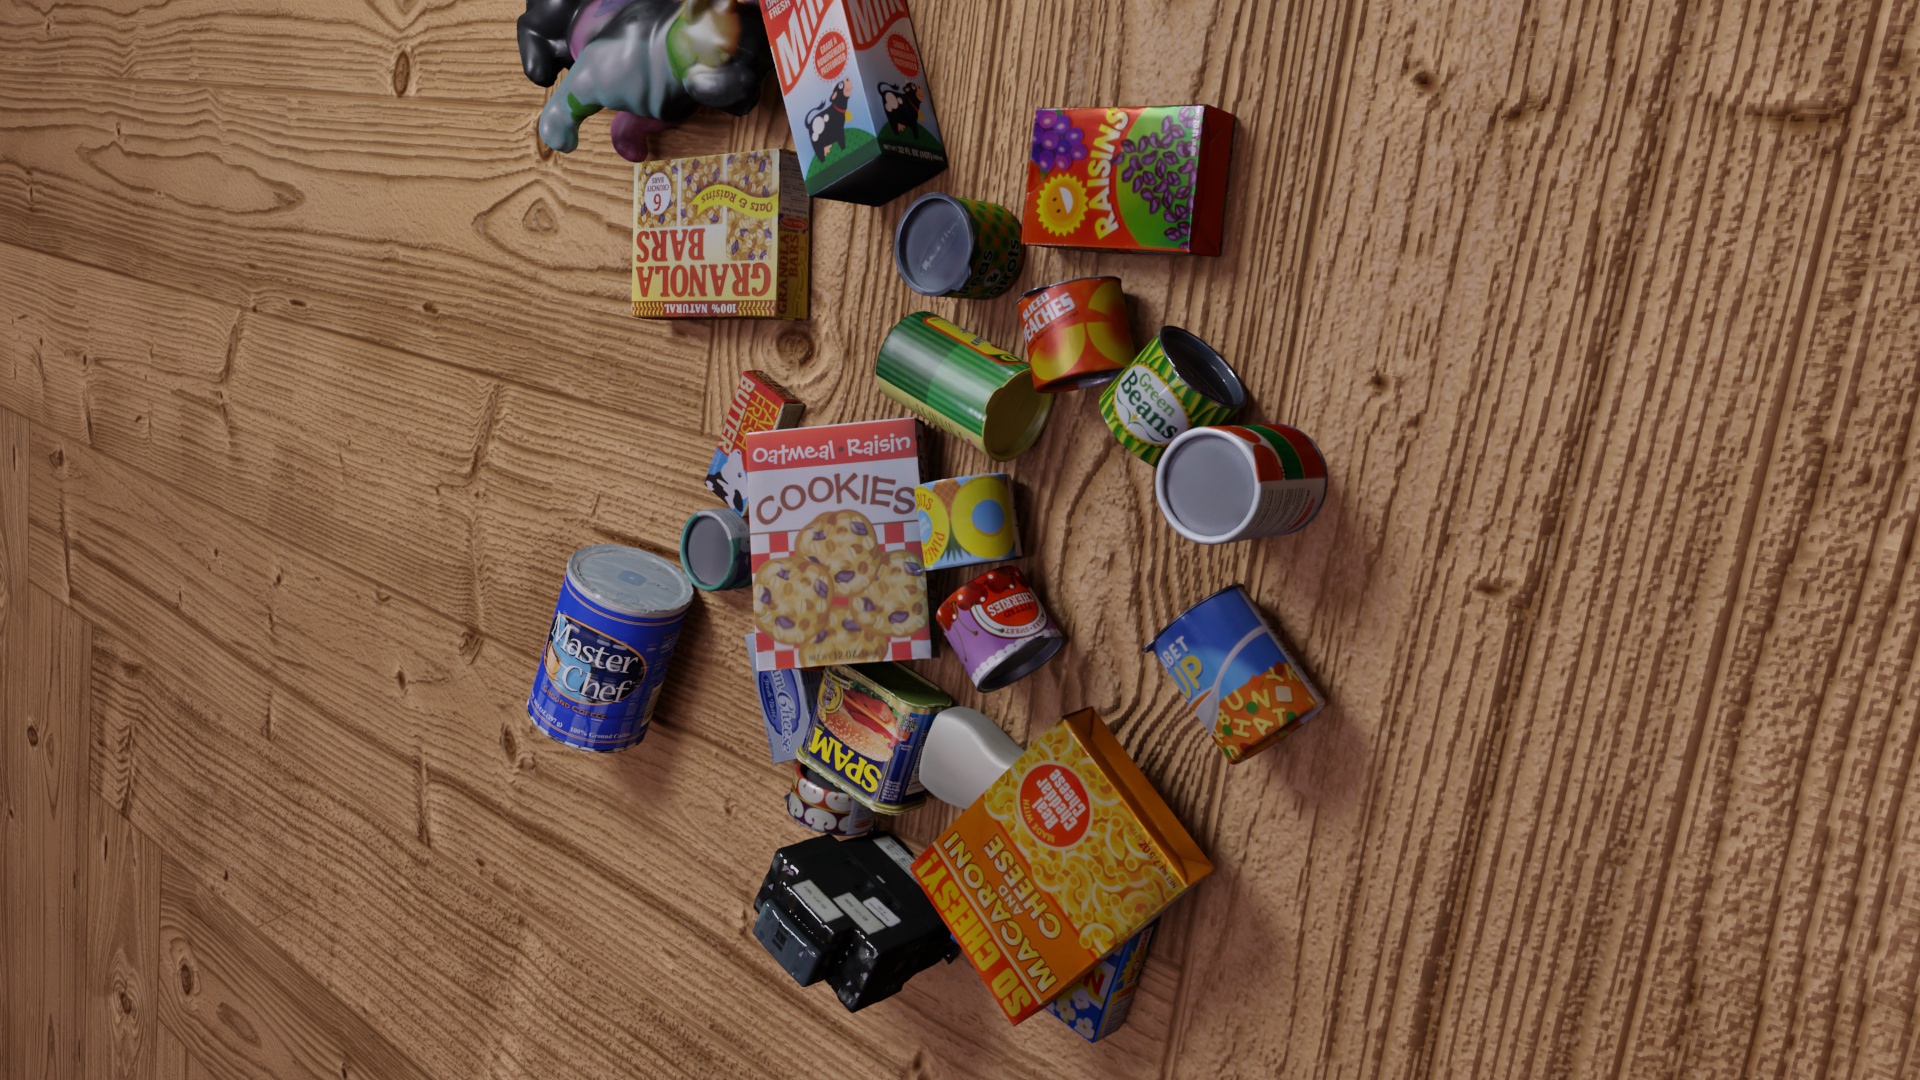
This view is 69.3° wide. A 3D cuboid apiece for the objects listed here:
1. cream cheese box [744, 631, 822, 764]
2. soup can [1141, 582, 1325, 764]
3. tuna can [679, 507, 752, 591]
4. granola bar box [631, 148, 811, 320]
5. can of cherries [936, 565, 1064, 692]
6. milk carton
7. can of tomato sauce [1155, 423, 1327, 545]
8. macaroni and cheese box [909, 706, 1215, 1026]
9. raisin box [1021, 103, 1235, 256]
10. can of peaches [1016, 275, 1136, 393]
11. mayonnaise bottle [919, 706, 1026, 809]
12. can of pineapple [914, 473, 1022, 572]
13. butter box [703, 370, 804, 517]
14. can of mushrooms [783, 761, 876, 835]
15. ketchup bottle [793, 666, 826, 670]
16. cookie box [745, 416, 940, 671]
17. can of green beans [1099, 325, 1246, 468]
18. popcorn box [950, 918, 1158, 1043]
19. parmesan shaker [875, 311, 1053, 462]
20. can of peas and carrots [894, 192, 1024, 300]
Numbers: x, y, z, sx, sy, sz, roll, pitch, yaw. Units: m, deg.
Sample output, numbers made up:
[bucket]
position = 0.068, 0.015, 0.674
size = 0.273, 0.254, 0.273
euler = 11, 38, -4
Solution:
[cream cheese box]
position = -0.130, 0.116, 1.068
size = 0.053, 0.024, 0.104
euler = -18, 82, 37
[soup can]
position = 0.157, 0.079, 0.803
size = 0.071, 0.071, 0.084
euler = -45, 67, 32
[tuna can]
position = -0.191, 0.009, 1.102
size = 0.071, 0.033, 0.071
euler = 3, 95, 39
[granola bar box]
position = -0.186, -0.233, 1.075
size = 0.165, 0.039, 0.124
euler = 7, 98, 38
[can of cherries]
position = 0.026, 0.056, 0.908
size = 0.071, 0.071, 0.058
euler = -45, 66, 32
[milk carton]
position = -0.079, -0.335, 0.958
size = 0.073, 0.072, 0.190
euler = -19, 81, 39
[can of tomato sauce]
position = 0.157, -0.034, 0.785
size = 0.071, 0.083, 0.071
euler = 4, 97, 38
[macaroni and cheese box]
position = 0.058, 0.203, 0.861
size = 0.165, 0.040, 0.124
euler = -49, 66, 29
[raisin box]
position = 0.099, -0.218, 0.845
size = 0.123, 0.040, 0.086
euler = 13, 103, 38
[can of peaches]
position = 0.071, -0.126, 0.856
size = 0.071, 0.071, 0.058
euler = -13, 87, 39
[mayonnaise bottle]
position = 0.040, 0.169, 0.925
size = 0.148, 0.041, 0.064
euler = 27, 110, 33
[can of pineapple]
position = 0.003, -0.012, 0.920
size = 0.071, 0.071, 0.058
euler = -10, 87, 39
[butter box]
position = -0.160, -0.075, 1.076
size = 0.053, 0.024, 0.103
euler = 37, 116, 30
[can of mushrooms]
position = -0.094, 0.185, 1.015
size = 0.071, 0.071, 0.033
euler = 24, 108, 35
[ketchup bottle]
position = -0.104, 0.019, 1.017
size = 0.043, 0.065, 0.148
euler = 10, 92, 25
[cookie box]
position = -0.082, 0.003, 0.965
size = 0.123, 0.040, 0.167
euler = -5, 84, 8
[can of green beans]
position = 0.124, -0.083, 0.818
size = 0.057, 0.071, 0.071
euler = -48, 65, 32
[popcorn box]
position = 0.060, 0.257, 0.916
size = 0.127, 0.038, 0.085
euler = 27, 111, 34
[parmesan shaker]
position = 0.000, -0.104, 0.914
size = 0.103, 0.071, 0.071
euler = 33, 113, 33
[can of peas and carrots]
position = 0.001, -0.191, 0.914
size = 0.071, 0.059, 0.071
euler = 5, 97, 38
